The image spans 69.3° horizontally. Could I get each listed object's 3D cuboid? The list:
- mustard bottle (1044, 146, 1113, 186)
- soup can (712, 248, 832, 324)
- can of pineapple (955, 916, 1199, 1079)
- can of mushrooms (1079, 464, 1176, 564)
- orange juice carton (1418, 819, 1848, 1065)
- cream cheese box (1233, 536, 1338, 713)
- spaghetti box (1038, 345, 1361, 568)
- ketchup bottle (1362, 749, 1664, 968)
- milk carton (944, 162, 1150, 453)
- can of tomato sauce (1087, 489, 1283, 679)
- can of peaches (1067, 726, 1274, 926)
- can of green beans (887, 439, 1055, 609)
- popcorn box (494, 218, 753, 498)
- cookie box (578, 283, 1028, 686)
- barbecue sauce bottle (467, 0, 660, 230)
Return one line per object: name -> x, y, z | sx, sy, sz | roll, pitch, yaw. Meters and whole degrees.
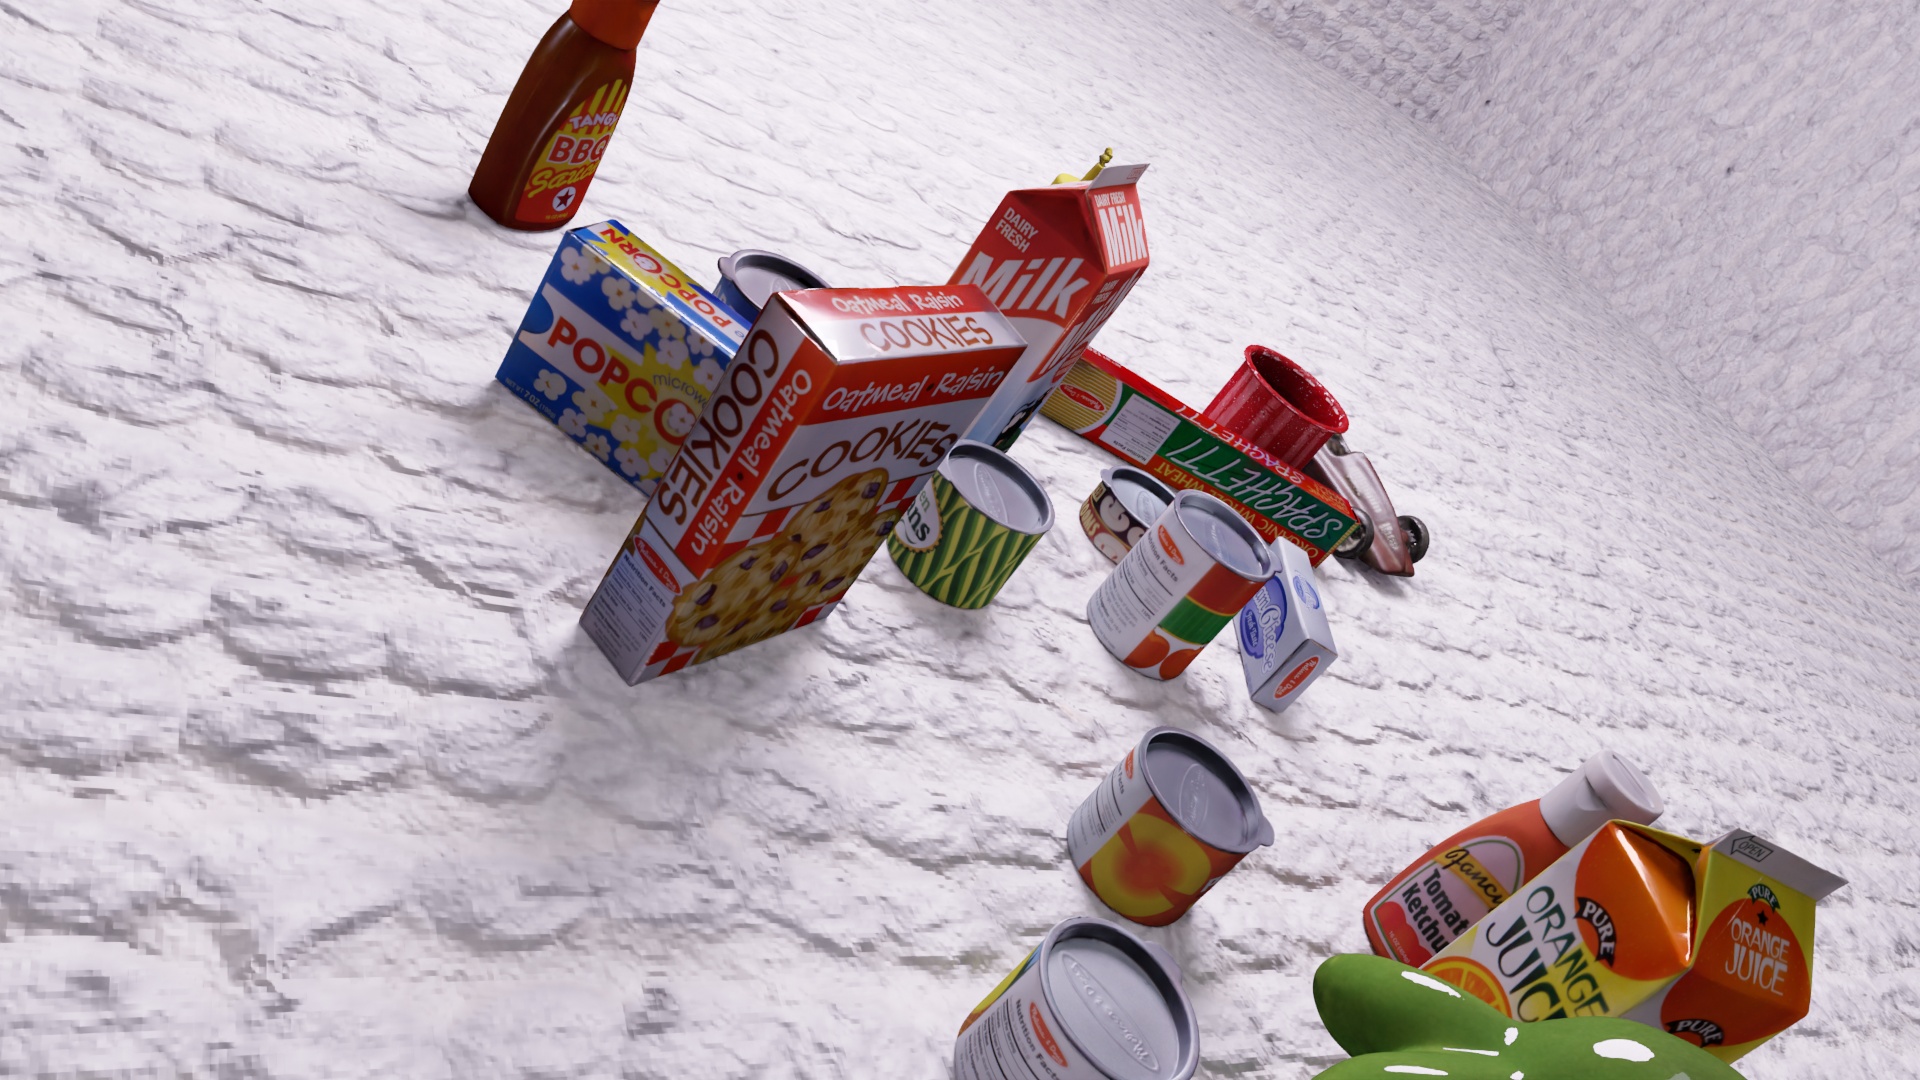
mustard bottle -> 0.050, -0.184, 0.891 | 0.065, 0.159, 0.049 | 0, 47, -47
soup can -> -0.103, -0.089, 0.675 | 0.071, 0.083, 0.072 | 27, 31, -18
can of pineapple -> 0.041, 0.175, 0.484 | 0.071, 0.057, 0.071 | 27, 31, -18
can of mushrooms -> 0.105, -0.013, 0.838 | 0.071, 0.033, 0.071 | 27, 31, -18
orange juice carton -> 0.266, 0.185, 0.573 | 0.072, 0.191, 0.073 | 25, 32, -21
cream cheese box -> 0.188, 0.048, 0.820 | 0.024, 0.053, 0.104 | 28, 31, -16
spaghetti box -> 0.157, -0.058, 0.939 | 0.250, 0.050, 0.029 | 28, 31, -15
ketchup bottle -> 0.257, 0.156, 0.647 | 0.043, 0.148, 0.065 | 13, 38, -37
milk carton -> 0.037, -0.132, 0.775 | 0.073, 0.189, 0.072 | 43, 30, 9
can of tomato sauce -> 0.120, 0.025, 0.750 | 0.071, 0.082, 0.071 | 27, 31, -18
can of peaches -> 0.090, 0.126, 0.604 | 0.071, 0.057, 0.071 | 27, 31, -18
can of green beans -> 0.004, -0.008, 0.700 | 0.071, 0.057, 0.071 | 27, 31, -18
popcorn box -> -0.132, -0.070, 0.615 | 0.127, 0.085, 0.038 | 38, 30, 1
cookie box -> -0.061, -0.025, 0.545 | 0.040, 0.166, 0.123 | 47, 31, 17
barbecue sauce bottle -> -0.196, -0.228, 0.705 | 0.044, 0.148, 0.065 | 42, 30, 8
